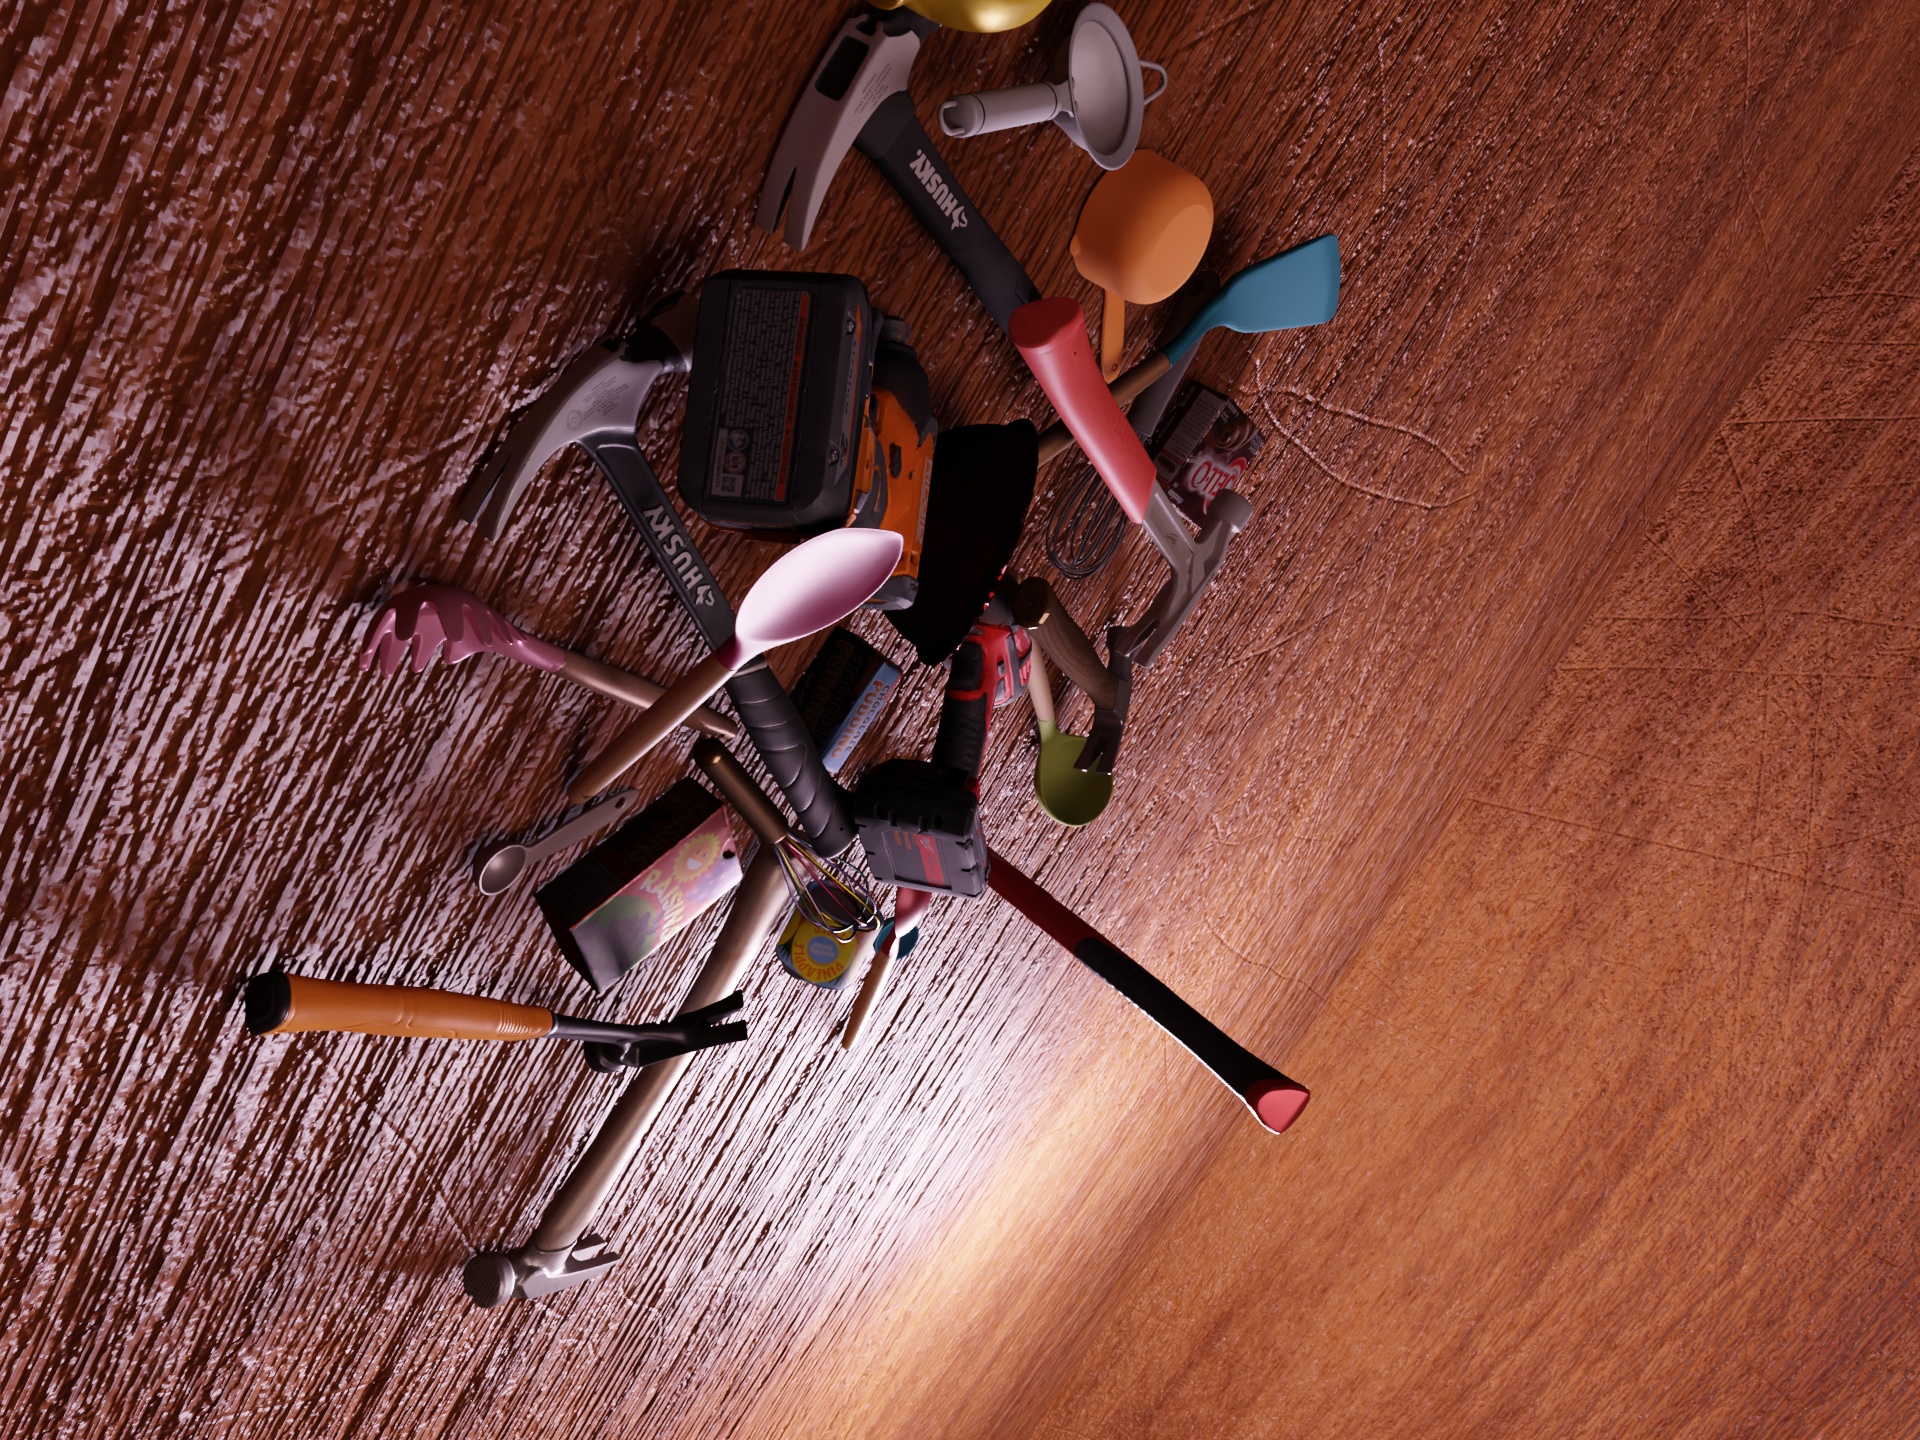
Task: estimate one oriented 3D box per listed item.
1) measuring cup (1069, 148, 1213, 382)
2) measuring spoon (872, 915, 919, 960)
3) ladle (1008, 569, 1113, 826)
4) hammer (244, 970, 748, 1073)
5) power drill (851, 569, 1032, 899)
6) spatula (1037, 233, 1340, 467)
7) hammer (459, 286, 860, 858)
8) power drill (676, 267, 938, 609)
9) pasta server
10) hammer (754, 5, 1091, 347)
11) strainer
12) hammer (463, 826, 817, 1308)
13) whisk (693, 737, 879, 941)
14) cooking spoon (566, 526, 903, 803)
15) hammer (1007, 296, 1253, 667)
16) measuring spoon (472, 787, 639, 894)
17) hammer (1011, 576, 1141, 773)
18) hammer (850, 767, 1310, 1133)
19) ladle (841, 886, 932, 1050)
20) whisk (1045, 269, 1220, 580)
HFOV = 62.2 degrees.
[{"bbox_3d":[0.119,-0.280,1.033,0.095,0.052,0.173,-38,149,-27],"label":"measuring cup"},{"bbox_3d":[-0.045,0.142,1.330,0.042,0.021,0.128,7,110,-34],"label":"measuring spoon"},{"bbox_3d":[0.075,-0.015,1.284,0.078,0.062,0.319,-49,151,-19],"label":"ladle"},{"bbox_3d":[-0.270,0.178,0.946,0.127,0.034,0.336,-19,159,24],"label":"hammer"},{"bbox_3d":[-0.002,-0.003,1.075,0.143,0.078,0.220,80,23,-56],"label":"power drill"},{"bbox_3d":[0.125,-0.226,1.080,0.317,0.044,0.082,-37,150,-10],"label":"spatula"},{"bbox_3d":[-0.132,-0.039,0.890,0.149,0.036,0.408,-43,144,-16],"label":"hammer"},{"bbox_3d":[-0.064,-0.152,0.810,0.226,0.084,0.164,23,73,-78],"label":"power drill"},{"bbox_3d":[-0.203,-0.019,0.859,0.060,0.040,0.316,-15,163,19],"label":"pasta server"},{"bbox_3d":[0.004,-0.263,0.895,0.146,0.035,0.334,-54,153,2],"label":"hammer"},{"bbox_3d":[0.043,-0.322,0.823,0.258,0.050,0.086,-43,127,-55],"label":"strainer"},{"bbox_3d":[-0.214,0.256,1.175,0.410,0.038,0.146,-58,154,10],"label":"hammer"},{"bbox_3d":[-0.111,0.083,1.064,0.051,0.047,0.244,-44,141,-11],"label":"whisk"},{"bbox_3d":[-0.132,-0.022,0.818,0.068,0.017,0.319,0,156,-40],"label":"cooking spoon"},{"bbox_3d":[0.106,-0.162,1.069,0.149,0.037,0.358,-55,149,-3],"label":"hammer"},{"bbox_3d":[-0.239,0.065,0.936,0.124,0.018,0.034,-32,147,-47],"label":"measuring spoon"},{"bbox_3d":[0.089,-0.042,1.190,0.331,0.031,0.130,36,62,-71],"label":"hammer"},{"bbox_3d":[0.090,0.156,1.142,0.038,0.387,0.143,-57,153,9],"label":"hammer"},{"bbox_3d":[-0.065,0.199,1.299,0.315,0.031,0.069,112,-2,-51],"label":"ladle"},{"bbox_3d":[0.126,-0.211,1.143,0.055,0.055,0.239,5,114,-59],"label":"whisk"}]
